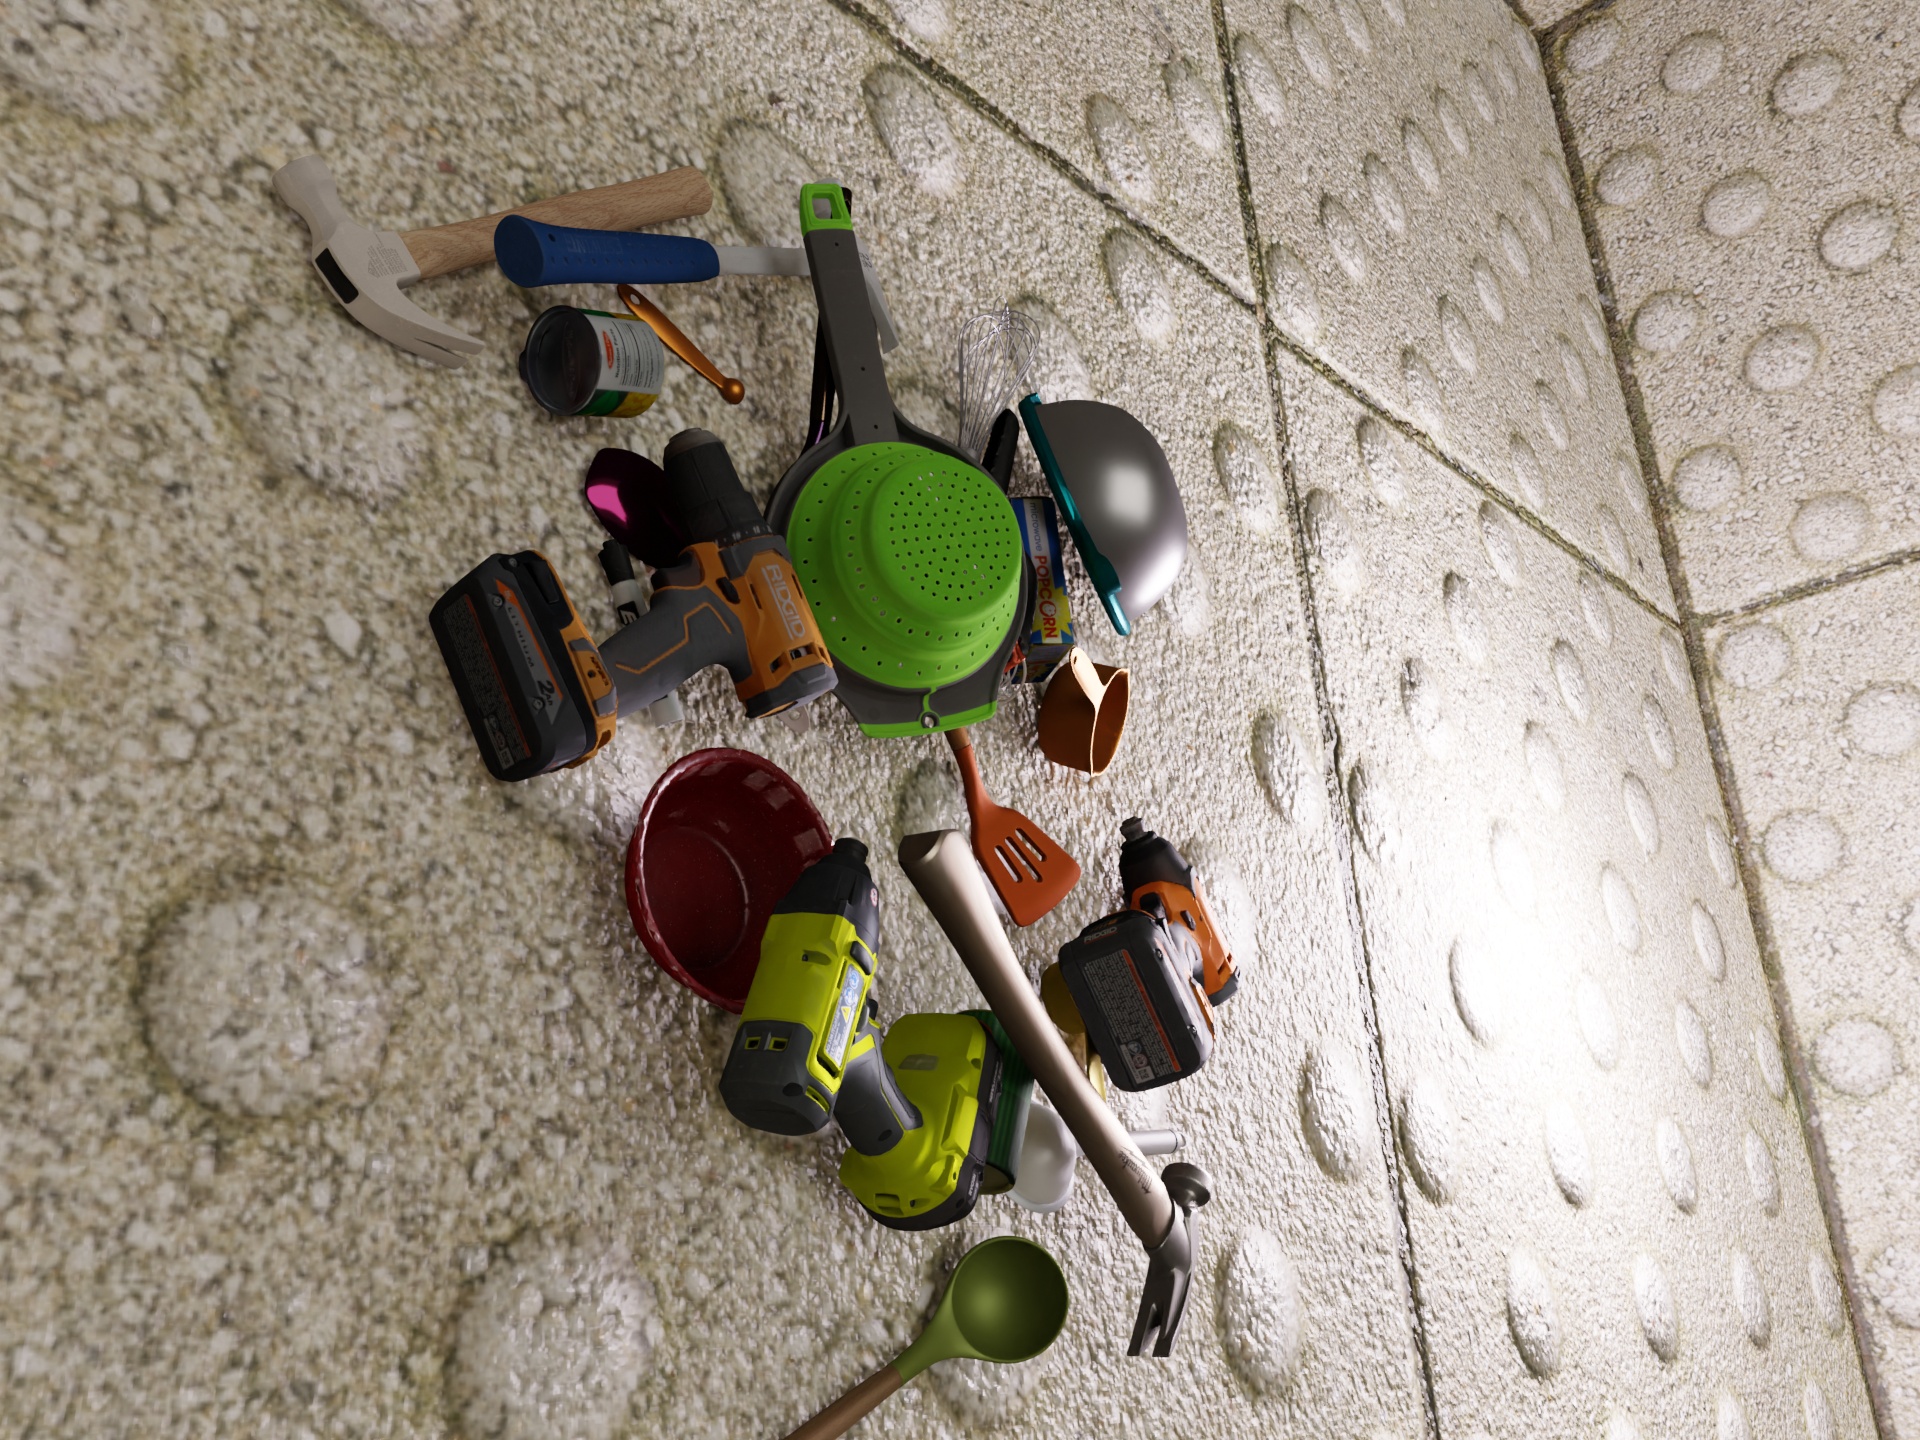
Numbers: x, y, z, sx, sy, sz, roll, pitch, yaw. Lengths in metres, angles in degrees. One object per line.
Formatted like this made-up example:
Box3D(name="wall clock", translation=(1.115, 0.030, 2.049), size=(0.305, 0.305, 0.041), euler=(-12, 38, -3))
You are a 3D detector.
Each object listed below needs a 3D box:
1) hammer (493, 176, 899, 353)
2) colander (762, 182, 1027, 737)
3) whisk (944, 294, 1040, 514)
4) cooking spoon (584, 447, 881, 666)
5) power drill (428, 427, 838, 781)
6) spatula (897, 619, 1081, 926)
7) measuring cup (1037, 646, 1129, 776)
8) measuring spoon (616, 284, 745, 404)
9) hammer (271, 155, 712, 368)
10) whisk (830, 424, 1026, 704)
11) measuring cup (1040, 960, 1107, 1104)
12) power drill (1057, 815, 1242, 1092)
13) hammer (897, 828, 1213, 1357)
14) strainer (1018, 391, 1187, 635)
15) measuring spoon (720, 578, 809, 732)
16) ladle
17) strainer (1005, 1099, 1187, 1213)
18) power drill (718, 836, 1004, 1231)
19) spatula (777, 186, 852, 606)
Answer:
Box3D(name="hammer", translation=(-0.164, -0.311, 1.092), size=(0.405, 0.035, 0.144), euler=(-28, 96, -60))
Box3D(name="colander", translation=(-0.043, -0.191, 1.077), size=(0.204, 0.094, 0.397), euler=(-10, 85, -27))
Box3D(name="whisk", translation=(0.011, -0.235, 1.293), size=(0.070, 0.070, 0.285), euler=(37, 53, -34))
Box3D(name="cooking spoon", translation=(-0.125, -0.085, 1.089), size=(0.318, 0.017, 0.069), euler=(35, 55, -36))
Box3D(name="power drill", translation=(-0.191, -0.074, 0.937), size=(0.226, 0.084, 0.185), euler=(-21, 88, -44))
Box3D(name="spatula", translation=(-0.002, -0.004, 1.157), size=(0.081, 0.041, 0.322), euler=(-36, 111, -39))
Box3D(name="measuring cup", translation=(0.084, -0.021, 1.227), size=(0.095, 0.052, 0.173), euler=(-69, 156, -17))
Box3D(name="measuring spoon", translation=(-0.191, -0.262, 1.100), size=(0.116, 0.011, 0.021), euler=(41, 46, -30))
Box3D(name="hammer", translation=(-0.269, -0.313, 1.017), size=(0.331, 0.031, 0.130), euler=(-39, 103, -51))
Box3D(name="whisk", translation=(-0.030, -0.117, 1.195), size=(0.246, 0.059, 0.058), euler=(56, 23, -8))
Box3D(name="measuring cup", translation=(0.085, 0.245, 1.154), size=(0.062, 0.029, 0.157), euler=(38, 37, -43))
Box3D(name="power drill", translation=(0.145, 0.169, 1.211), size=(0.164, 0.084, 0.226), euler=(65, 20, -3))
Box3D(name="hammer", translation=(0.063, 0.236, 1.026), size=(0.410, 0.038, 0.146), euler=(60, 34, -28))
Box3D(name="strainer", translation=(0.131, -0.163, 1.242), size=(0.340, 0.095, 0.211), euler=(-92, 157, -72))
Box3D(name="measuring spoon", translation=(-0.137, -0.042, 1.057), size=(0.124, 0.034, 0.018), euler=(57, -4, -22))
Box3D(name="ladle", translation=(-0.049, 0.394, 0.927), size=(0.320, 0.062, 0.078), euler=(-16, 77, -49))
Box3D(name="strainer", translation=(0.096, 0.307, 1.153), size=(0.258, 0.050, 0.087), euler=(15, 48, -49))
Box3D(name="power drill", translation=(-0.051, 0.190, 0.938), size=(0.223, 0.080, 0.171), euler=(60, 35, -46))
Box3D(name="spatula", translation=(-0.095, -0.233, 1.126), size=(0.059, 0.018, 0.316), euler=(15, 73, -40))
